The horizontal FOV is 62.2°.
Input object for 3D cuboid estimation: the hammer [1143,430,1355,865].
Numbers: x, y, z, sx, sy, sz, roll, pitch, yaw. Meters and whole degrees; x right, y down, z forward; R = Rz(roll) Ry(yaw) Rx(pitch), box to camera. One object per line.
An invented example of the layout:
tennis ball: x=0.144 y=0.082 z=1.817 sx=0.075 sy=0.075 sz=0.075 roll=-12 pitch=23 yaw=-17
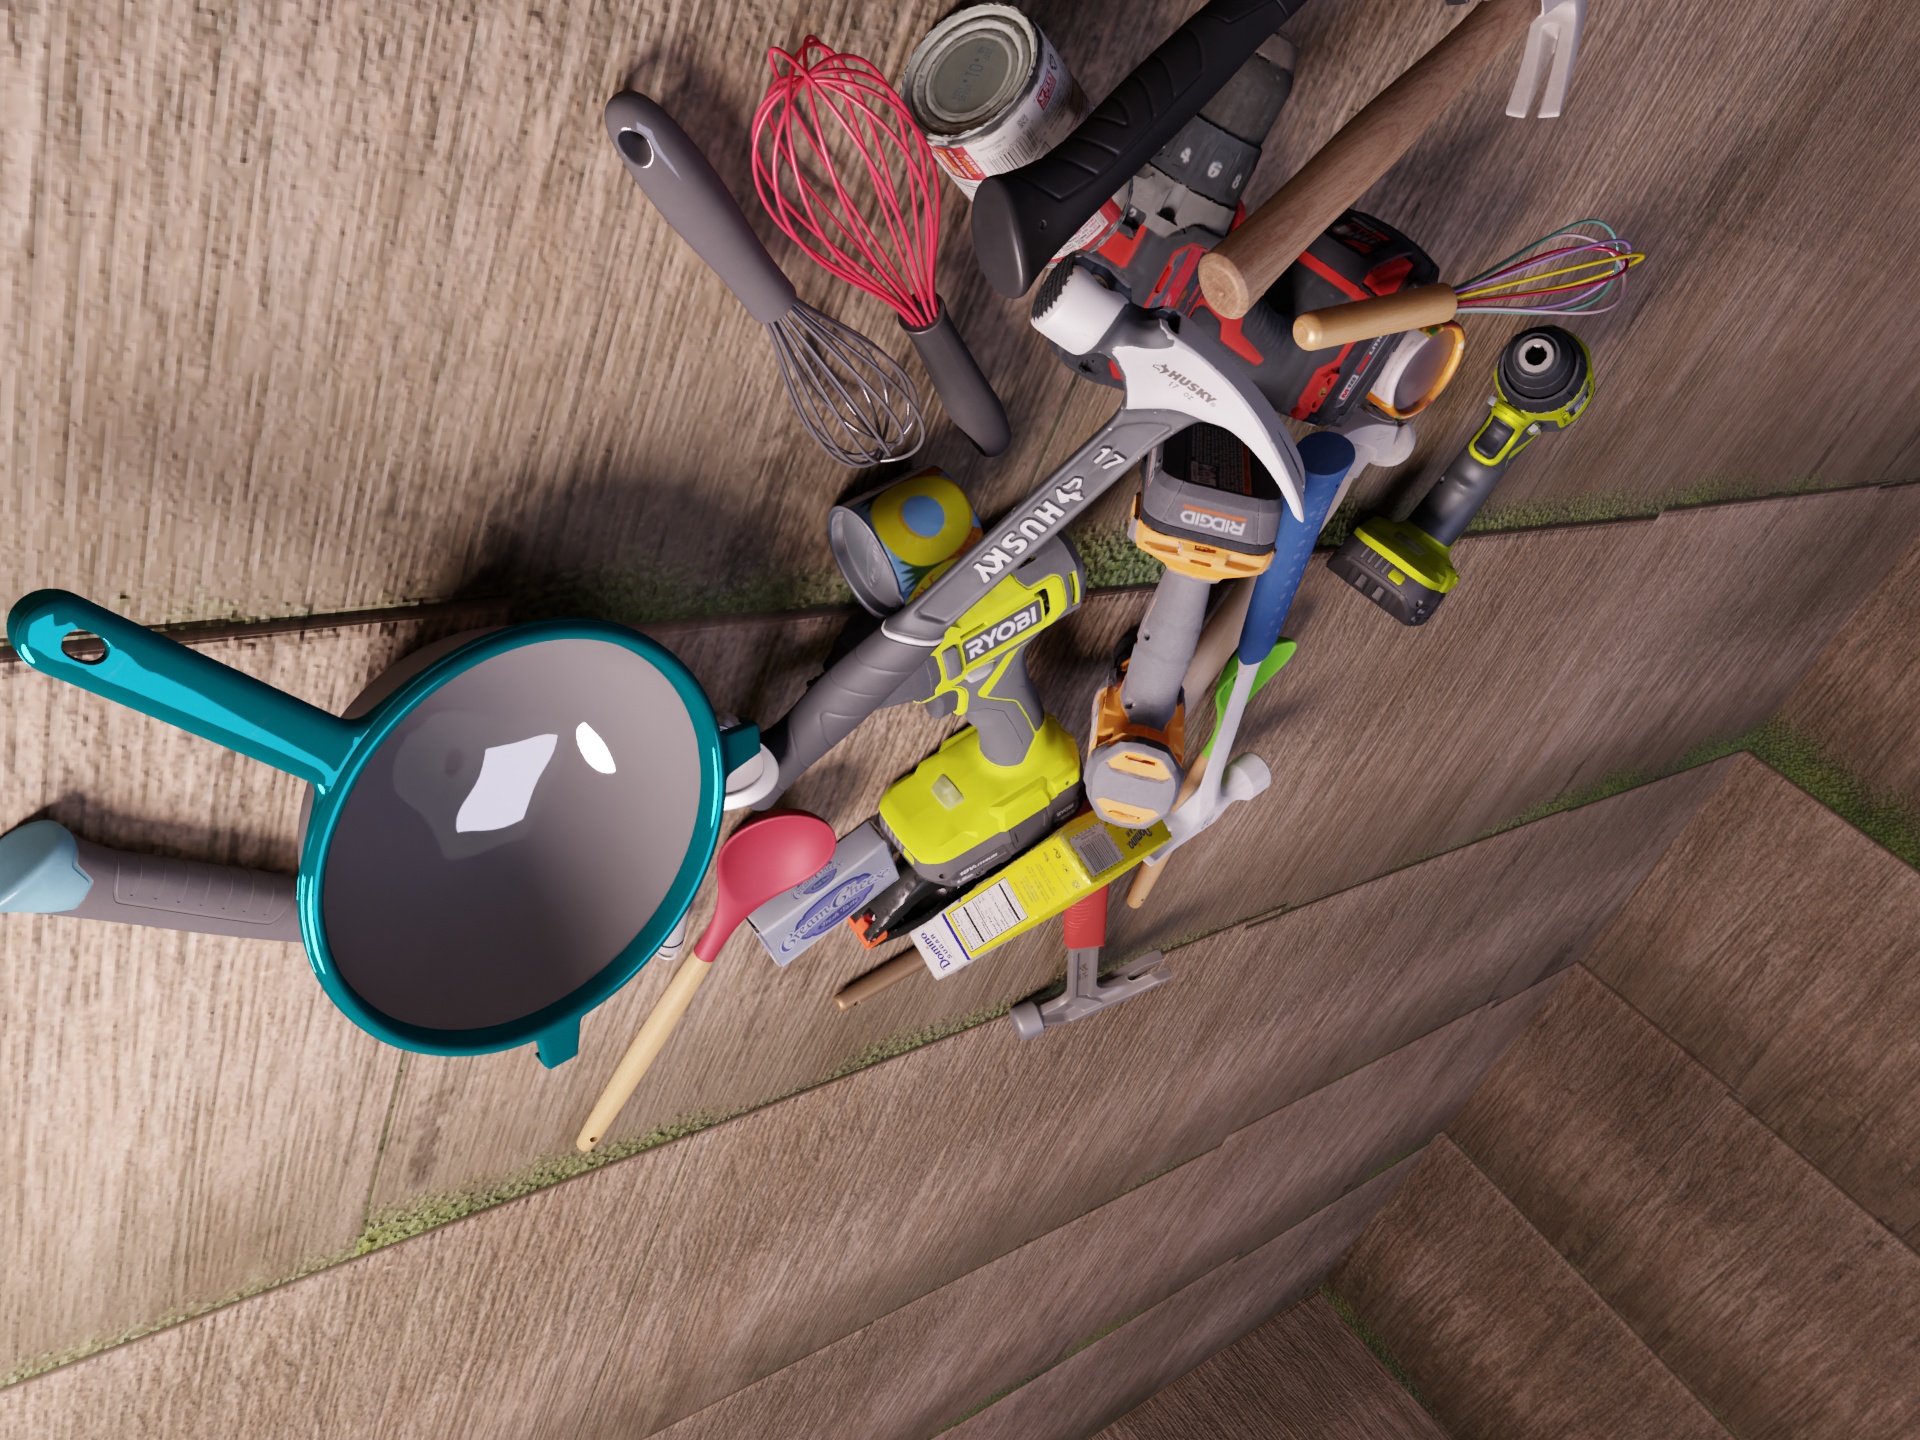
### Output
hammer: x=0.198 y=-0.036 z=1.105 sx=0.144 sy=0.035 sz=0.405 roll=-33 pitch=153 yaw=-25

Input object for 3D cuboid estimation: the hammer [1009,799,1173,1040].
hammer: x=0.107 y=0.157 z=1.261 sx=0.149 sy=0.037 sz=0.358 roll=-22 pitch=151 yaw=-10

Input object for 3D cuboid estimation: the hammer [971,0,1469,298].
hammer: x=0.124 y=-0.297 z=0.684 sx=0.335 sy=0.035 sz=0.146 roll=-48 pitch=125 yaw=-16

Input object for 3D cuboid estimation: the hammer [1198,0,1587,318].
hammer: x=0.228 y=-0.309 z=0.804 sx=0.331 sy=0.031 sz=0.129 roll=-46 pitch=133 yaw=-22

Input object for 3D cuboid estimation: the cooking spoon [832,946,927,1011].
cooking spoon: x=0.035 y=0.146 z=1.240 sx=0.319 sy=0.017 sz=0.068 roll=-26 pitch=146 yaw=-28

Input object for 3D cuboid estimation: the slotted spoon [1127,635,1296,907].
slotted spoon: x=0.193 y=0.047 z=1.297 sx=0.070 sy=0.031 sz=0.313 roll=-17 pitch=142 yaw=-37

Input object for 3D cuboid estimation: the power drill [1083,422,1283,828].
power drill: x=0.131 y=-0.070 z=0.991 sx=0.185 sy=0.084 sz=0.226 roll=-75 pitch=178 yaw=-59

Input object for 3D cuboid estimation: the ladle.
ladle: x=-0.174 y=0.169 z=1.015 sx=0.069 sy=0.031 sz=0.315 roll=19 pitch=118 yaw=-32

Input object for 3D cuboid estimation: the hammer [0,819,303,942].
hammer: x=-0.302 y=0.094 z=0.772 sx=0.128 sy=0.033 sz=0.330 roll=-51 pitch=148 yaw=10

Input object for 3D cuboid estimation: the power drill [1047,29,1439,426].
power drill: x=0.163 y=-0.256 z=0.856 sx=0.226 sy=0.080 sz=0.187 roll=1 pitch=127 yaw=-46

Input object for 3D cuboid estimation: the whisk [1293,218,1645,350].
whisk: x=0.289 y=-0.240 z=0.889 sx=0.245 sy=0.047 sz=0.051 roll=-17 pitch=120 yaw=-23

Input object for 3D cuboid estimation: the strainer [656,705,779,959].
strainer: x=-0.155 y=0.061 z=0.896 sx=0.087 sy=0.050 sz=0.258 roll=10 pitch=136 yaw=-10

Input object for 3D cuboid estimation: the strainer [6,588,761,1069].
strainer: x=-0.251 y=0.016 z=0.684 sx=0.340 sy=0.095 sz=0.211 roll=36 pitch=83 yaw=-50

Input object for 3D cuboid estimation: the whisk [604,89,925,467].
whisk: x=-0.079 y=-0.182 z=0.688 sx=0.055 sy=0.055 sz=0.238 roll=-44 pitch=145 yaw=0

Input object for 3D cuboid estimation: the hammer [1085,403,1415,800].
hammer: x=0.173 y=-0.047 z=1.137 sx=0.146 sy=0.038 sz=0.410 roll=-10 pitch=138 yaw=-55

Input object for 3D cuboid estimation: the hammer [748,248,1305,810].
hammer: x=-0.007 y=-0.052 z=0.775 sx=0.149 sy=0.036 sz=0.409 roll=29 pitch=138 yaw=-21

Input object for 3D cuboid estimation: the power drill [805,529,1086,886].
power drill: x=-0.002 y=-0.003 z=0.967 sx=0.171 sy=0.080 sz=0.223 roll=-31 pitch=143 yaw=-15

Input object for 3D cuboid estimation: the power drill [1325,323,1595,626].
power drill: x=0.367 y=-0.181 z=1.145 sx=0.228 sy=0.080 sz=0.190 roll=-55 pitch=164 yaw=17

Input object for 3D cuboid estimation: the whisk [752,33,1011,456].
whisk: x=-0.024 y=-0.196 z=0.725 sx=0.073 sy=0.073 sz=0.295 roll=-43 pitch=154 yaw=-1
